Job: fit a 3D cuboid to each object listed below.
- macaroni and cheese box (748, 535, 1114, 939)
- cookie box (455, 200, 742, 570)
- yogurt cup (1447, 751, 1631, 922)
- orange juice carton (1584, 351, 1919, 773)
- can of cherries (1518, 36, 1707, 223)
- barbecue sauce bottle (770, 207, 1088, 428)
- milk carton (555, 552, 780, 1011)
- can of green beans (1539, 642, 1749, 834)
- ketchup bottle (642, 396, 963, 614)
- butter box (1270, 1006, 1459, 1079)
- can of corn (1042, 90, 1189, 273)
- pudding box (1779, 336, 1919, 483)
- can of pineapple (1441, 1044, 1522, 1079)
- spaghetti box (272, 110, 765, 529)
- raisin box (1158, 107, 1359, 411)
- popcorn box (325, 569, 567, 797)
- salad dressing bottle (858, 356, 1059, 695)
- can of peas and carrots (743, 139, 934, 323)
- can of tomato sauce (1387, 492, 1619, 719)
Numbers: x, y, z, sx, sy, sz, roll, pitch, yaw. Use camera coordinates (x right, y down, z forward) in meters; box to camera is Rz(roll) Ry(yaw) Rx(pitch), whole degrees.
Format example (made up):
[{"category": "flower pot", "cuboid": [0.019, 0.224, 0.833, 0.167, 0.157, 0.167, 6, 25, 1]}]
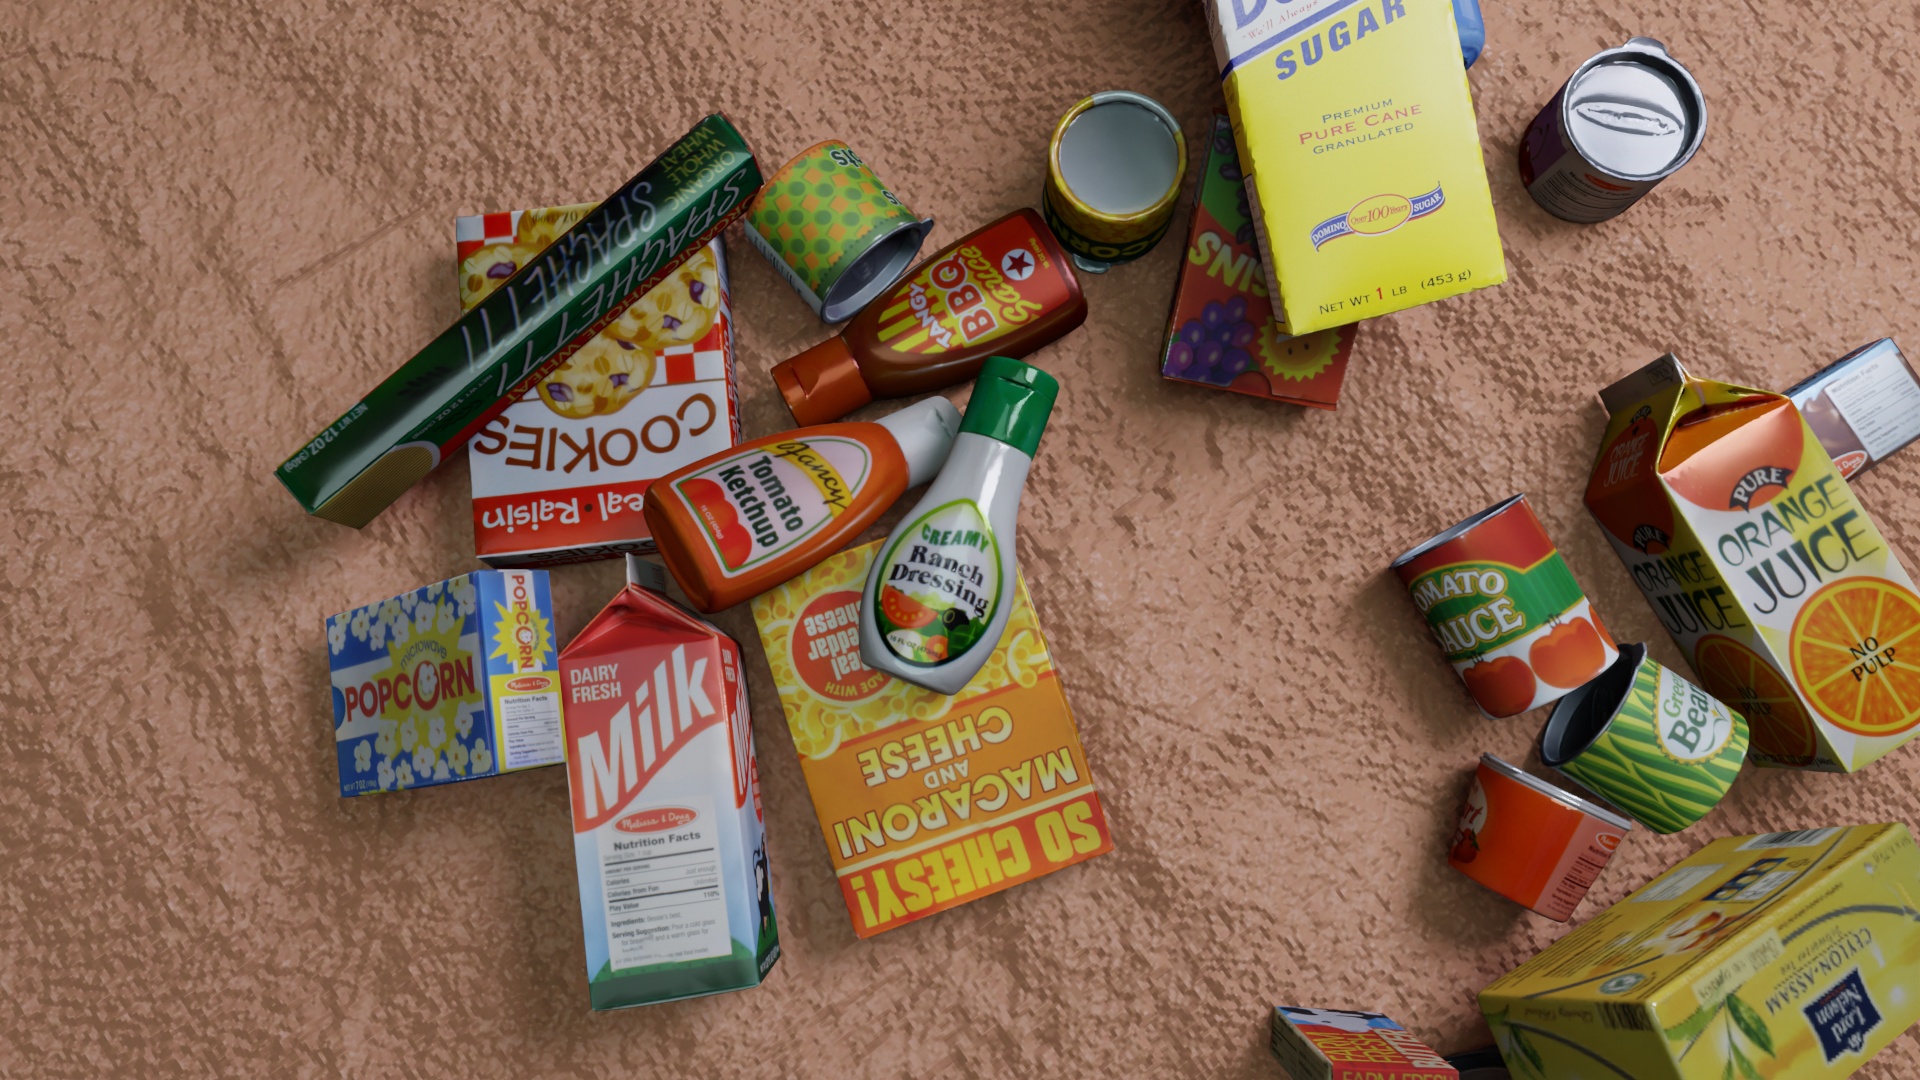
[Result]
[{"category": "macaroni and cheese box", "cuboid": [-0.014, 0.081, 0.641, 0.124, 0.040, 0.166, -19, 82, -2]}, {"category": "cookie box", "cuboid": [-0.170, -0.076, 0.665, 0.123, 0.040, 0.167, -6, 81, 0]}, {"category": "yogurt cup", "cuboid": [0.255, 0.133, 0.620, 0.072, 0.072, 0.054, 25, 92, 4]}, {"category": "orange juice carton", "cuboid": [0.358, 0.005, 0.632, 0.073, 0.071, 0.193, -29, 83, -4]}, {"category": "can of cherries", "cuboid": [0.312, -0.195, 0.667, 0.071, 0.058, 0.071, 0, 82, 2]}, {"category": "barbecue sauce bottle", "cuboid": [-0.017, -0.099, 0.664, 0.149, 0.043, 0.065, -28, 76, -3]}, {"category": "milk carton", "cuboid": [-0.131, 0.102, 0.623, 0.073, 0.072, 0.190, -8, 83, -1]}, {"category": "can of green beans", "cuboid": [0.306, 0.089, 0.623, 0.058, 0.071, 0.071, 33, 84, 4]}, {"category": "ketchup bottle", "cuboid": [-0.064, -0.024, 0.629, 0.149, 0.043, 0.065, -26, 78, -28]}, {"category": "butter box", "cuboid": [0.169, 0.222, 0.588, 0.053, 0.103, 0.024, 3, 84, 0]}, {"category": "can of corn", "cuboid": [0.073, -0.171, 0.665, 0.071, 0.058, 0.071, 0, 82, 1]}, {"category": "pudding box", "cuboid": [0.414, -0.055, 0.660, 0.084, 0.030, 0.049, -31, 84, -3]}, {"category": "can of pineapple", "cuboid": [0.226, 0.261, 0.601, 0.071, 0.071, 0.058, -20, 83, -2]}, {"category": "spaghetti box", "cuboid": [-0.190, -0.098, 0.621, 0.250, 0.050, 0.029, -41, 84, -5]}, {"category": "raisin box", "cuboid": [0.146, -0.130, 0.642, 0.086, 0.040, 0.122, 10, 113, 1]}, {"category": "popcorn box", "cuboid": [-0.229, 0.065, 0.613, 0.126, 0.038, 0.085, -14, 81, 37]}, {"category": "salad dressing bottle", "cuboid": [0.002, -0.008, 0.611, 0.064, 0.044, 0.148, 20, 81, 4]}, {"category": "can of peas and carrots", "cuboid": [-0.058, -0.148, 0.659, 0.071, 0.071, 0.059, -42, 83, -5]}, {"category": "can of tomato sauce", "cuboid": [0.245, 0.031, 0.631, 0.071, 0.071, 0.083, -29, 84, -3]}]
